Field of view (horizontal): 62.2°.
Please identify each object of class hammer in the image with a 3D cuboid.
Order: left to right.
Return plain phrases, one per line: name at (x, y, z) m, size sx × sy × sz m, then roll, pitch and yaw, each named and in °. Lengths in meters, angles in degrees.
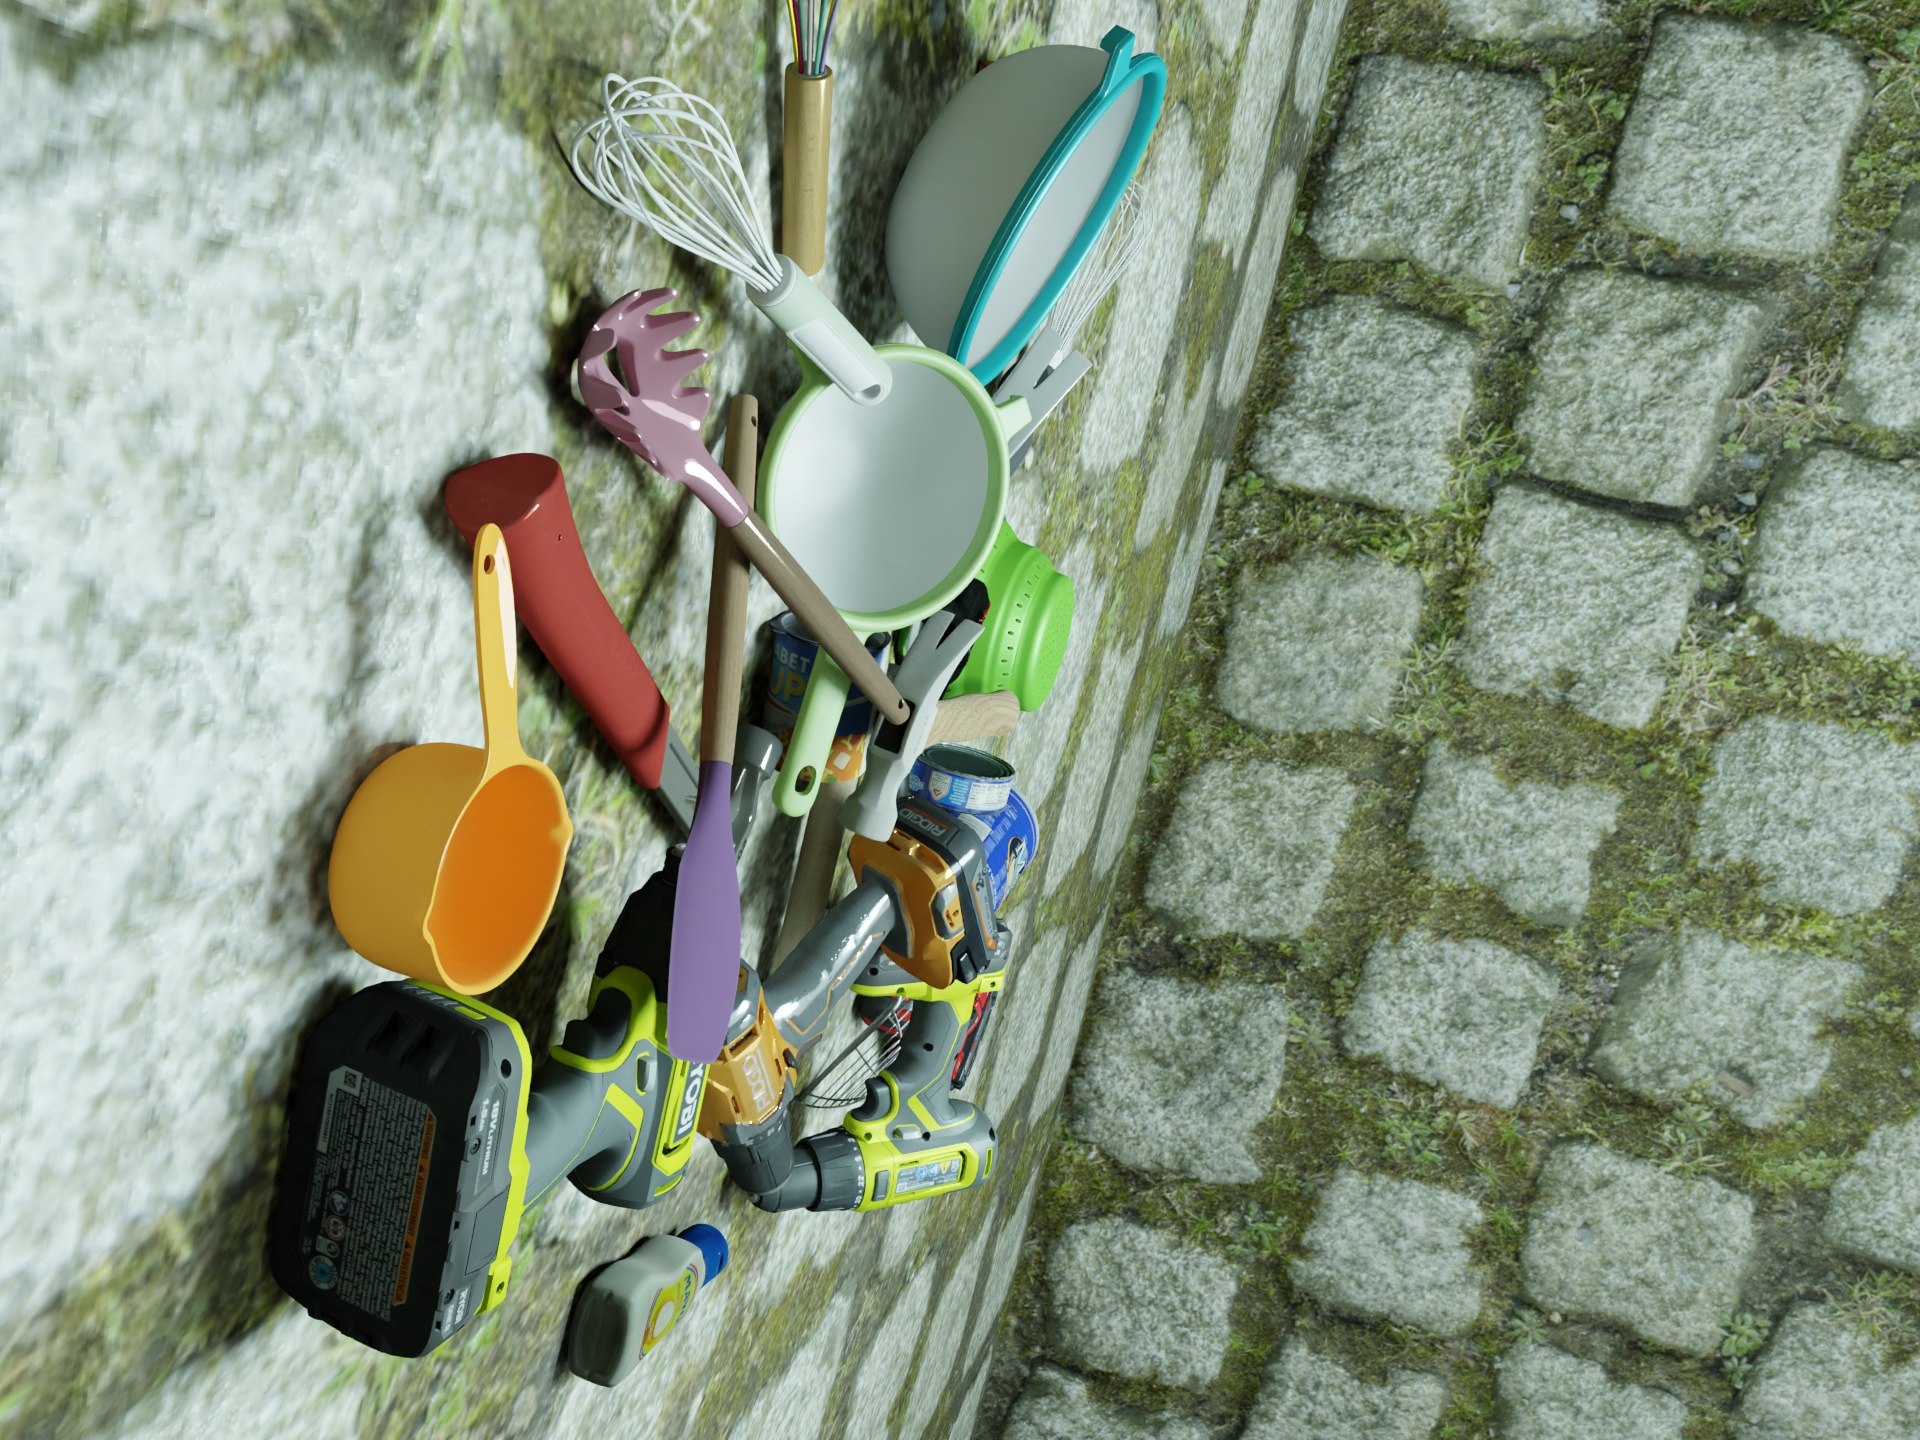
hammer at (-0.153, 0.004, 0.717) m, size 0.358 × 0.037 × 0.149 m, roll 78°, pitch 31°, yaw -65°
hammer at (-0.091, 0.087, 1.052) m, size 0.146 × 0.038 × 0.410 m, roll -53°, pitch 158°, yaw -77°
hammer at (-0.002, -0.003, 1.026) m, size 0.331 × 0.031 × 0.130 m, roll -10°, pitch 122°, yaw -78°
hammer at (0.034, -0.209, 1.061) m, size 0.146 × 0.035 × 0.335 m, roll -48°, pitch -172°, yaw 20°

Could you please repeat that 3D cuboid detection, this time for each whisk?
whisk at (-0.083, -0.189, 0.669) m, size 0.246 × 0.058 × 0.059 m, roll 33°, pitch 37°, yaw -66°
whisk at (-0.070, -0.307, 0.697) m, size 0.047 × 0.051 × 0.244 m, roll -36°, pitch 150°, yaw -35°
whisk at (0.081, -0.315, 1.262) m, size 0.070 × 0.070 × 0.285 m, roll 60°, pitch 52°, yaw -72°

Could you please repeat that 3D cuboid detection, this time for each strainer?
strainer at (-0.068, -0.078, 0.851) m, size 0.151 × 0.069 × 0.256 m, roll 9°, pitch 104°, yaw -38°
strainer at (-0.014, -0.246, 0.913) m, size 0.340 × 0.095 × 0.211 m, roll -56°, pitch 176°, yaw 14°

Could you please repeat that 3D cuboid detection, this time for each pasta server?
pasta server at (-0.085, -0.078, 0.729) m, size 0.315 × 0.040 × 0.060 m, roll 53°, pitch 51°, yaw -52°

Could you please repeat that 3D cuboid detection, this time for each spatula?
spatula at (-0.109, -0.004, 0.728) m, size 0.059 × 0.018 × 0.316 m, roll 36°, pitch 52°, yaw -63°

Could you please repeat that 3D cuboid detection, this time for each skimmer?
skimmer at (-0.077, 0.128, 1.184) m, size 0.127 × 0.090 × 0.363 m, roll -36°, pitch 131°, yaw -57°

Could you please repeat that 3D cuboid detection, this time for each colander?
colander at (0.047, -0.056, 1.325) m, size 0.397 × 0.094 × 0.204 m, roll 42°, pitch 65°, yaw -75°

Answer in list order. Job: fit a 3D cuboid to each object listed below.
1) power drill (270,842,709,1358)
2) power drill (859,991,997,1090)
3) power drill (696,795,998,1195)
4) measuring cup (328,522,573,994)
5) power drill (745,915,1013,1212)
power drill at (-0.173, 0.149, 0.671) m, size 0.223 × 0.080 × 0.171 m, roll -18°, pitch 123°, yaw -69°
power drill at (-0.027, 0.238, 1.425) m, size 0.219 × 0.078 × 0.143 m, roll 76°, pitch 32°, yaw -60°
power drill at (-0.078, 0.175, 0.977) m, size 0.226 × 0.084 × 0.185 m, roll -38°, pitch 138°, yaw -31°
measuring cup at (-0.185, 0.012, 0.567) m, size 0.095 × 0.052 × 0.173 m, roll -43°, pitch 140°, yaw -65°
power drill at (-0.055, 0.246, 1.137) m, size 0.190 × 0.080 × 0.228 m, roll -1°, pitch 108°, yaw -31°
